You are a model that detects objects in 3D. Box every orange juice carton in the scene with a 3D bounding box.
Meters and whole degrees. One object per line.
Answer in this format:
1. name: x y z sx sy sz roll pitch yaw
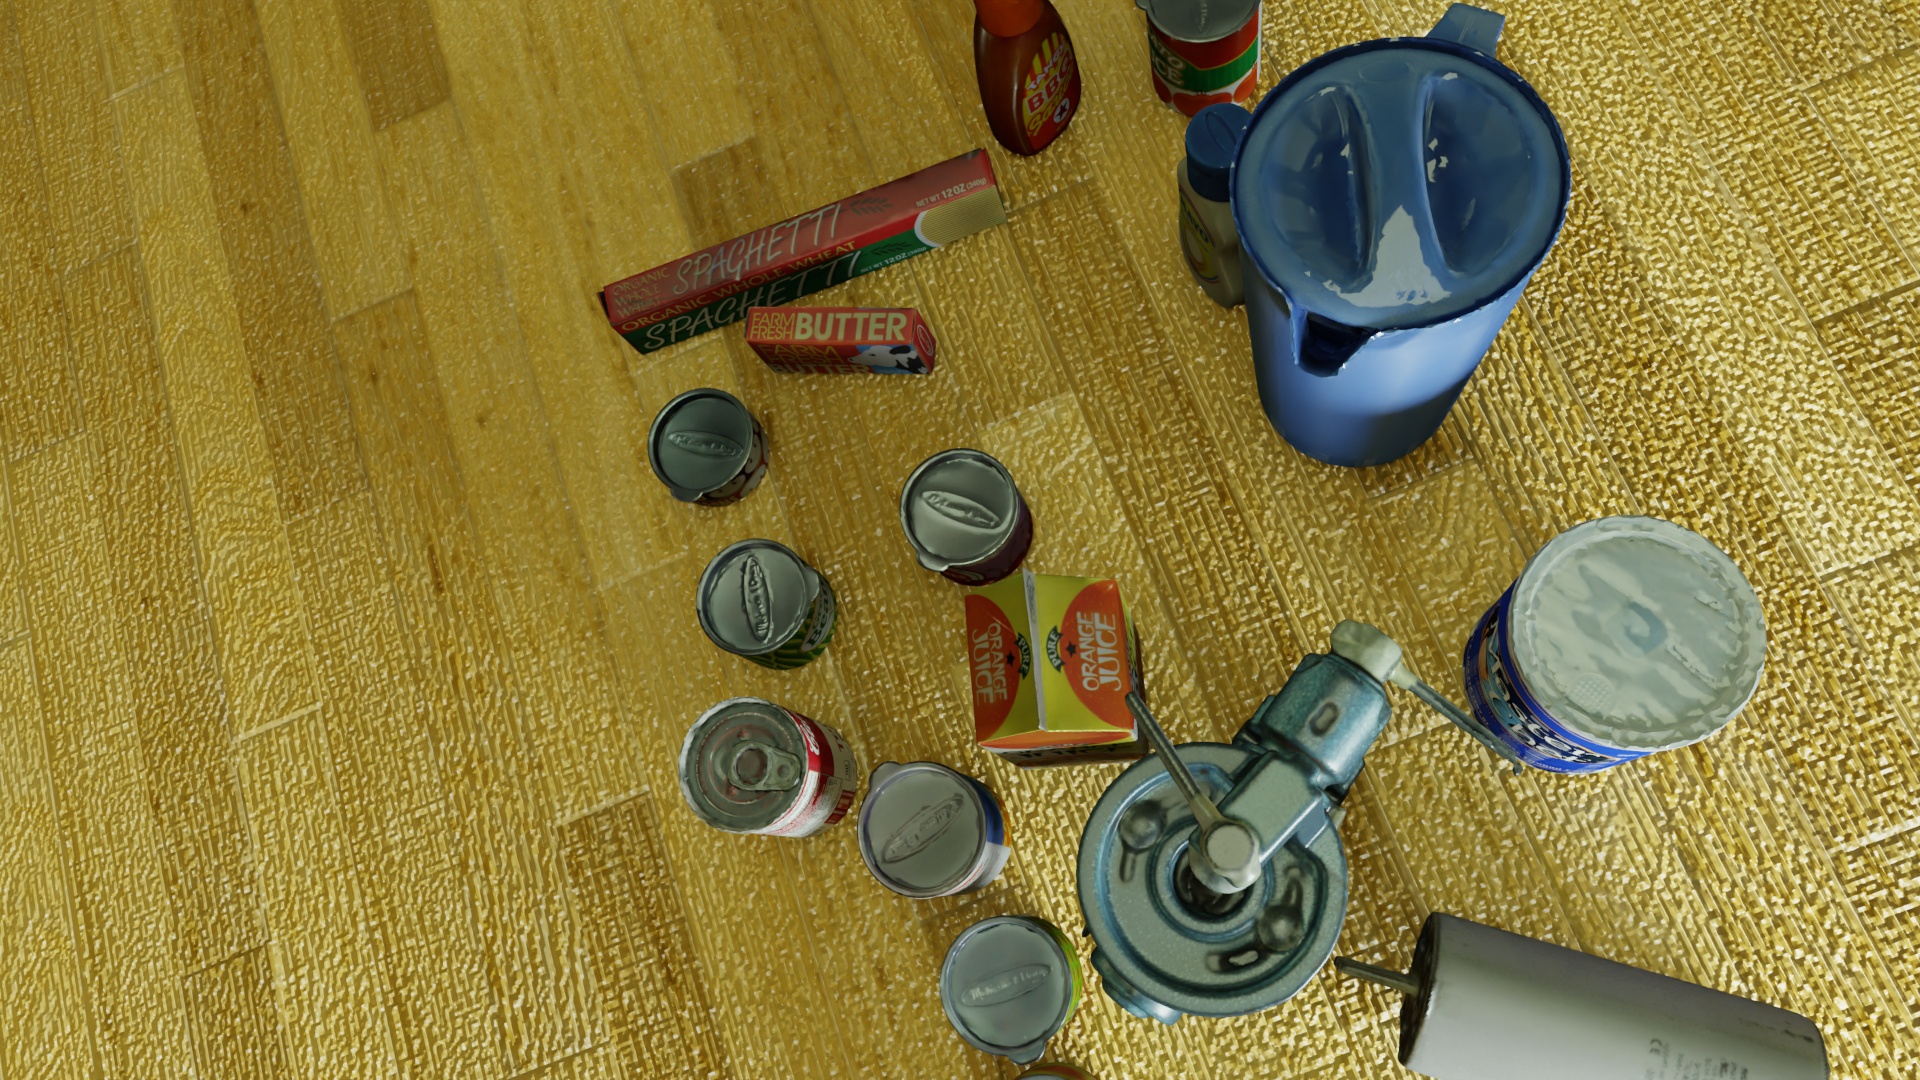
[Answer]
1. orange juice carton: 0.049 0.067 0.677 0.073 0.192 0.072 -7 75 10

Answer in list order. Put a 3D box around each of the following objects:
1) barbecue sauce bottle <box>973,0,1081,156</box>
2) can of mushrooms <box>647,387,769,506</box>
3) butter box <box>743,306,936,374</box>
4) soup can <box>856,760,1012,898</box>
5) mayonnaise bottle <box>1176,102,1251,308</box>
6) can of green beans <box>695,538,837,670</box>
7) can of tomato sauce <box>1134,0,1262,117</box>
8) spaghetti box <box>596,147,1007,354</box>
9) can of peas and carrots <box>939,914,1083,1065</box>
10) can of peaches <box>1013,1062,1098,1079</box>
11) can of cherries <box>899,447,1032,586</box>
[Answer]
1. barbecue sauce bottle: 0.034 -0.282 0.794 0.044 0.148 0.065 34 85 17
2. can of mushrooms: -0.151 -0.053 0.831 0.071 0.033 0.071 -3 75 11
3. butter box: -0.071 -0.118 0.822 0.103 0.053 0.024 2 77 12
4. soup can: -0.013 0.150 0.725 0.071 0.083 0.071 -3 75 11
5. mayonnaise bottle: 0.141 -0.181 0.747 0.041 0.148 0.065 -28 72 3
6. can of green beans: -0.108 0.037 0.787 0.071 0.057 0.071 -3 75 11
7. can of tomato sauce: 0.140 -0.296 0.811 0.071 0.083 0.071 -3 75 11
8. spaghetti box: -0.095 -0.173 0.843 0.250 0.050 0.029 -19 73 6
9. can of peas and carrots: 0.028 0.227 0.709 0.071 0.058 0.071 -3 75 11
10. can of peaches: 0.043 0.296 0.689 0.071 0.058 0.071 -3 75 11
11. can of cherries: 0.003 -0.010 0.777 0.071 0.058 0.071 -3 75 11
